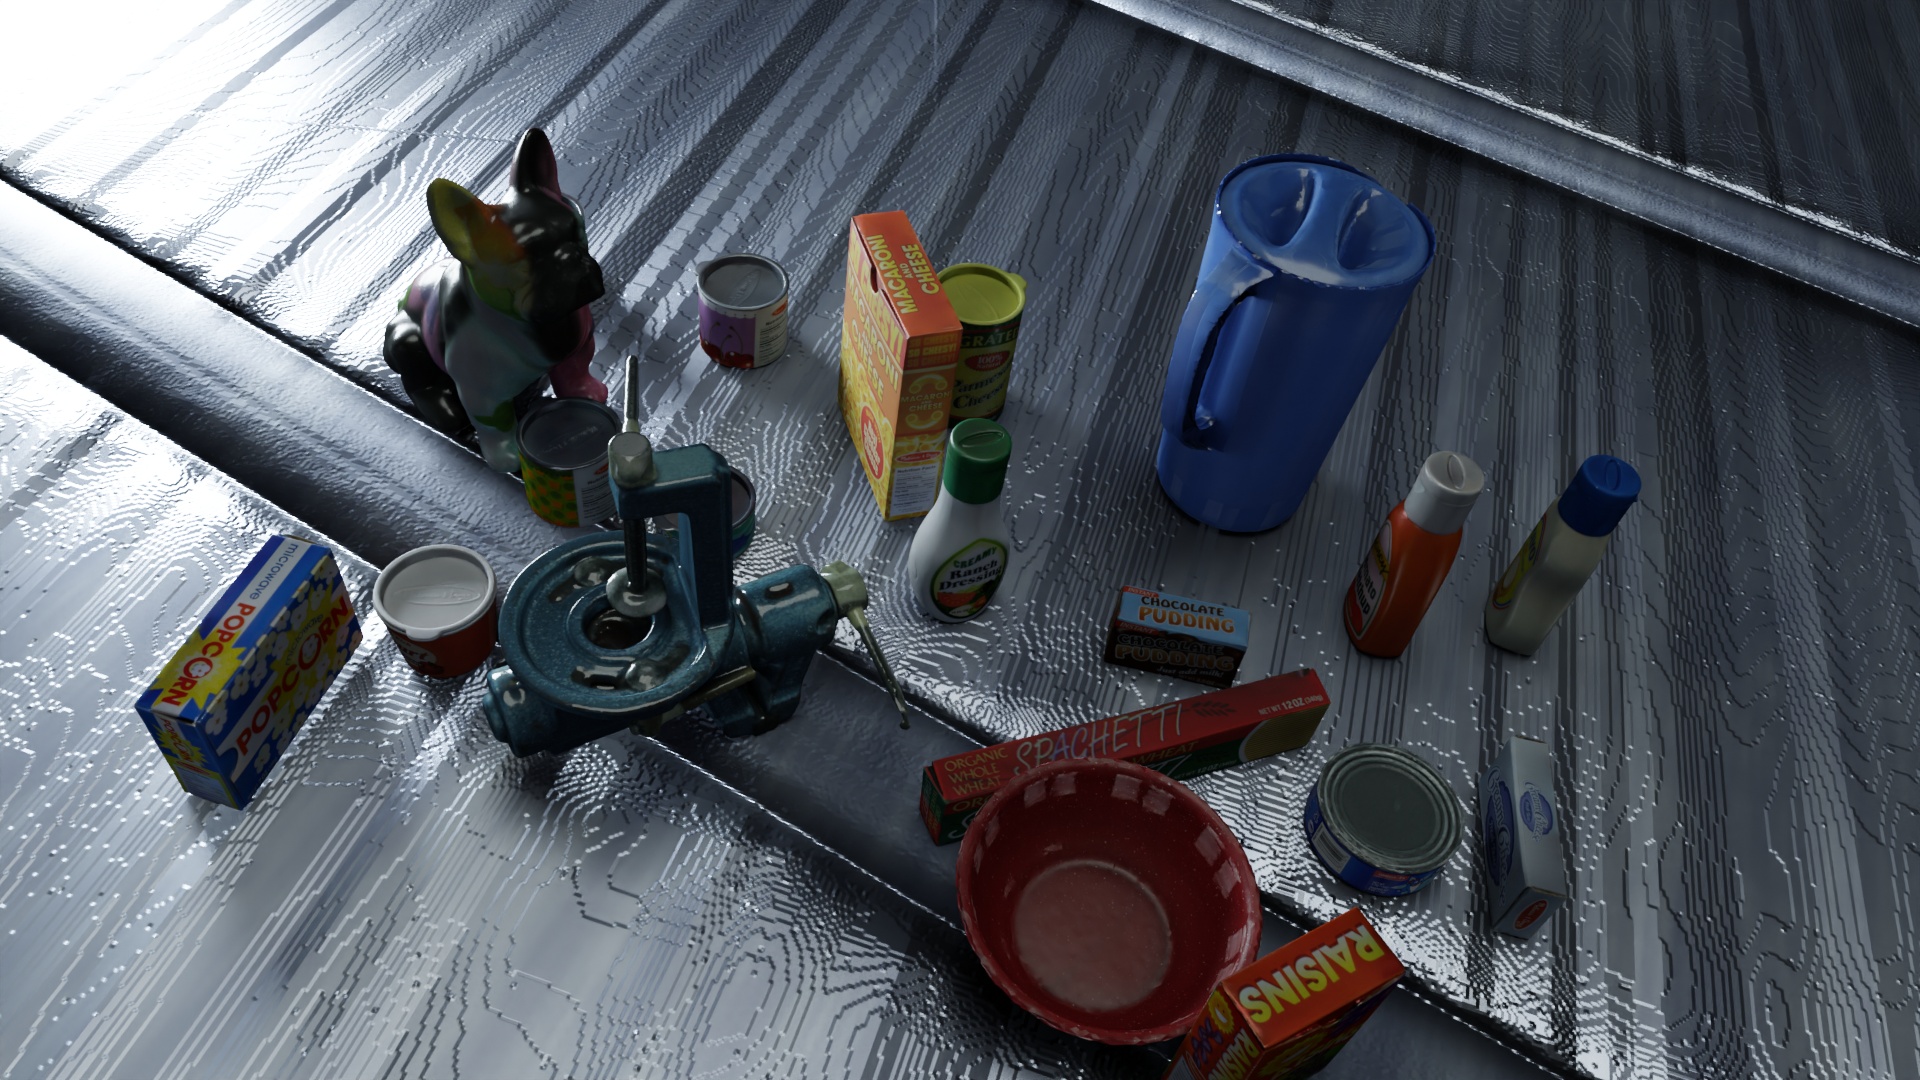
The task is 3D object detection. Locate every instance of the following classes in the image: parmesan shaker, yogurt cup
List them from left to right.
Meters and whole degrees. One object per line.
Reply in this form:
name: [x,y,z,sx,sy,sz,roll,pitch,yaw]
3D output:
yogurt cup: [-0.306,0.044,0.819,0.072,0.053,0.073,4,48,-5]
parmesan shaker: [0.009,-0.138,0.994,0.071,0.102,0.072,4,48,-5]

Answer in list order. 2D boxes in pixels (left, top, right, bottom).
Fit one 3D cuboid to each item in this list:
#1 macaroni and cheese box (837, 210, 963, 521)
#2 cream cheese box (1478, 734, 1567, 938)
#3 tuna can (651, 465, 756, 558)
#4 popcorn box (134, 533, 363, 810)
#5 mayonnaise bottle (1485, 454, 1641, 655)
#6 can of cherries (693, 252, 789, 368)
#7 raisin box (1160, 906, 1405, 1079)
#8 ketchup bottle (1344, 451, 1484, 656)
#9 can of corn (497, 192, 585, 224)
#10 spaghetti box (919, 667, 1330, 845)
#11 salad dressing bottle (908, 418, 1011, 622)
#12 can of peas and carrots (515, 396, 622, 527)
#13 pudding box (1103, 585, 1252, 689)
macaroni and cheese box: [-0.045,-0.114,0.922,0.040,0.165,0.124,-11,51,-17]
cream cheese box: [0.323,0.170,0.803,0.024,0.053,0.104,12,48,2]
tuna can: [-0.169,-0.016,0.907,0.071,0.032,0.071,4,48,-5]
popcorn box: [-0.385,0.070,0.763,0.038,0.084,0.127,15,48,5]
mayonnaise bottle: [0.385,0.008,0.892,0.041,0.147,0.065,19,49,9]
can of cherries: [-0.163,-0.171,1.027,0.071,0.058,0.072,4,48,-5]
raisin box: [0.153,0.236,0.672,0.086,0.122,0.040,-19,54,-23]
ketchup bottle: [0.286,0.007,0.877,0.043,0.148,0.065,8,48,-2]
can of corn: [-0.316,-0.221,1.048,0.071,0.058,0.071,4,48,-5]
spaghetti box: [0.098,0.125,0.811,0.251,0.049,0.029,-11,52,-18]
salad dressing bottle: [0.003,-0.011,0.851,0.064,0.146,0.044,-15,53,-20]
can of peas and carrots: [-0.255,-0.052,0.908,0.071,0.058,0.071,4,48,-5]
pudding box: [0.136,0.060,0.874,0.084,0.049,0.030,13,48,3]
